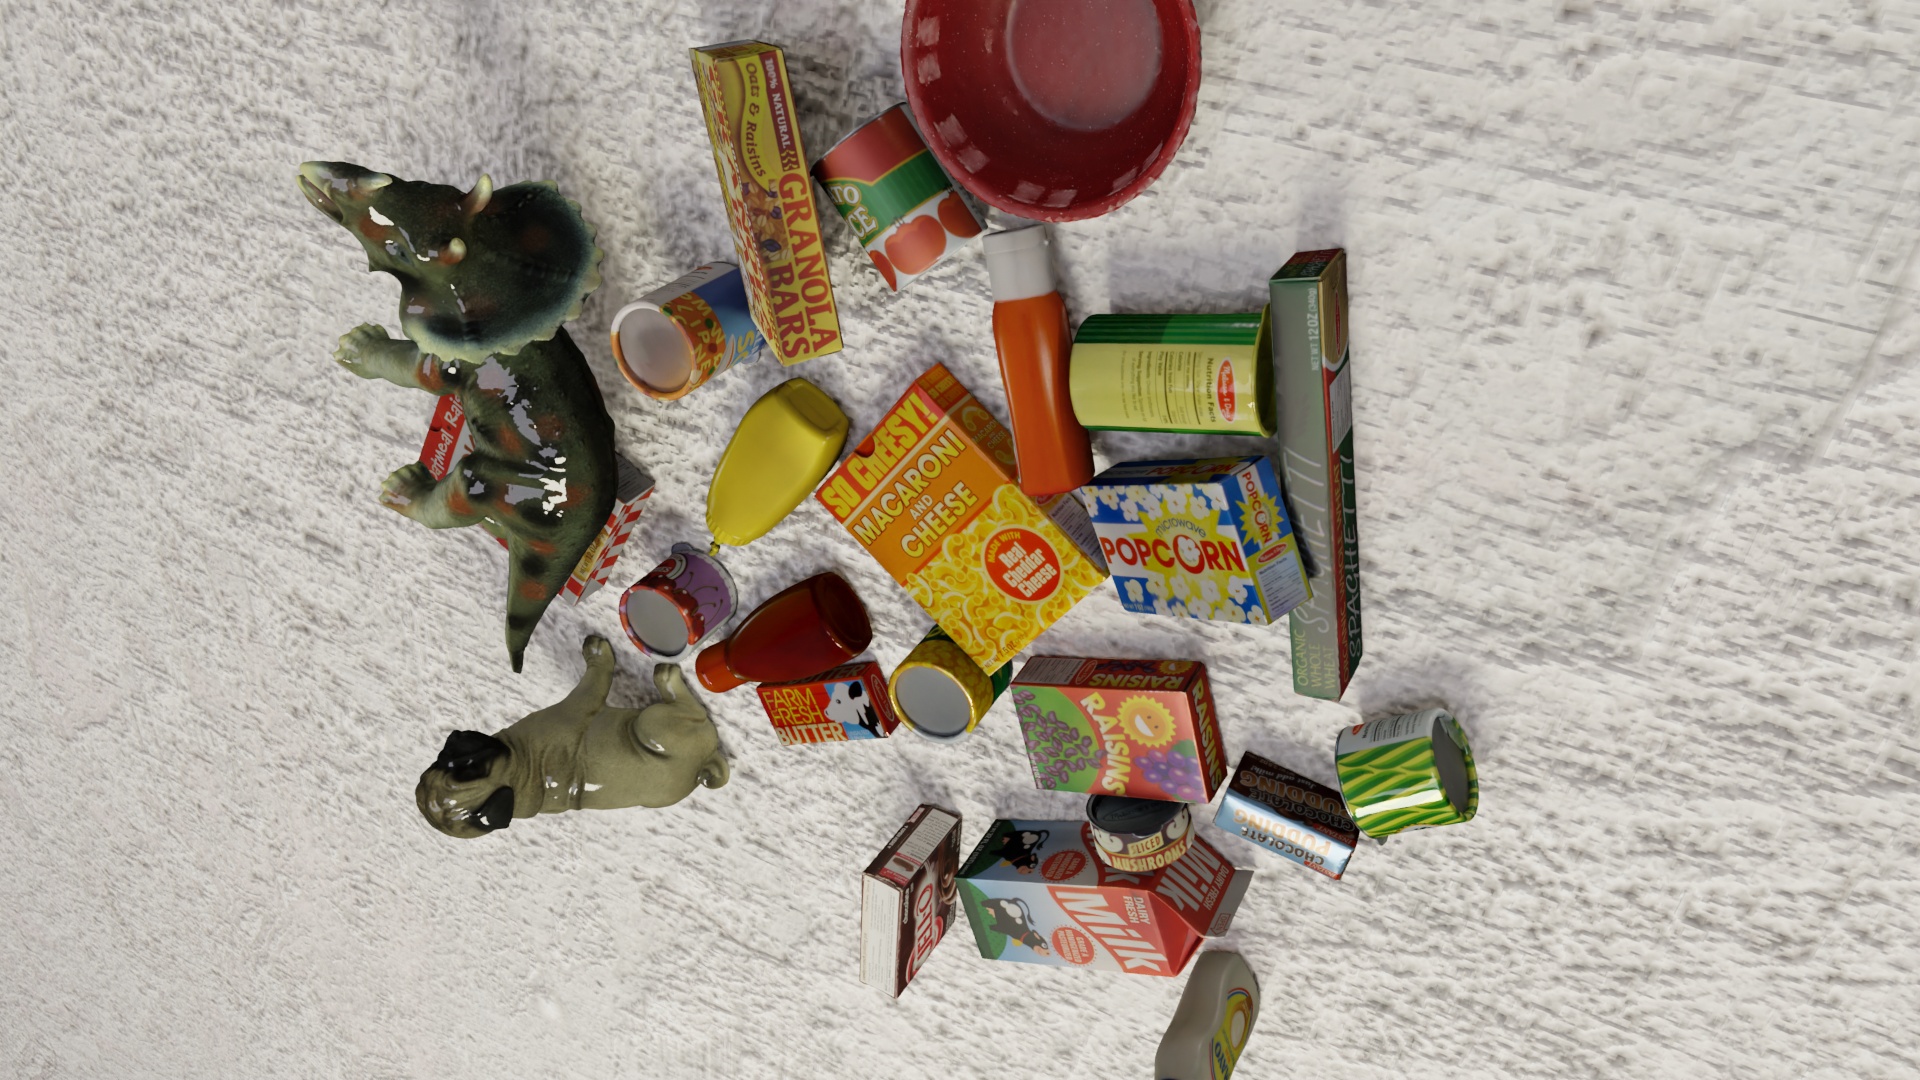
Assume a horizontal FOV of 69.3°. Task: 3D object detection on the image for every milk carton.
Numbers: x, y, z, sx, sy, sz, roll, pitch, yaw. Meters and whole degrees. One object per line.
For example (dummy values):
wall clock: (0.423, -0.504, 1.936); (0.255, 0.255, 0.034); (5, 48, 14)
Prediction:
milk carton: (0.100, 0.241, 0.942); (0.190, 0.073, 0.073); (-5, 113, 31)

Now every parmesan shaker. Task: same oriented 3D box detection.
parmesan shaker: (0.118, -0.093, 0.750); (0.103, 0.072, 0.071); (5, 118, 28)

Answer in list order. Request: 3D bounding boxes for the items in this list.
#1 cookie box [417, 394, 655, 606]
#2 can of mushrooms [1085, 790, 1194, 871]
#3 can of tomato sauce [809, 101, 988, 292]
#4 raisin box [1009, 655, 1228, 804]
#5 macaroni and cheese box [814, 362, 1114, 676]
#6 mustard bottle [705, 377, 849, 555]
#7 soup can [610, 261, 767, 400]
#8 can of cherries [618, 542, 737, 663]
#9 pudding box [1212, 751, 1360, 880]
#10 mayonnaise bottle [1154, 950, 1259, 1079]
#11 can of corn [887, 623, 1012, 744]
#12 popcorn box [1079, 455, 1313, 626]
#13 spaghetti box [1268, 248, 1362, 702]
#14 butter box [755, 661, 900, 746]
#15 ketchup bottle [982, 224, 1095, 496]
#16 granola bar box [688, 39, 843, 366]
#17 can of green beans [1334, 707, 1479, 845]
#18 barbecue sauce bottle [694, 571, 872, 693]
cookie box: (-0.322, -0.048, 1.040); (0.167, 0.040, 0.122); (40, 128, 5)
can of mushrooms: (0.117, 0.183, 0.901); (0.071, 0.071, 0.033); (-1, 117, 30)
can of tomato sauce: (-0.036, -0.191, 0.780); (0.071, 0.071, 0.083); (-29, 100, 37)
raisin box: (0.102, 0.121, 0.896); (0.123, 0.040, 0.085); (-1, 115, 31)
macaroni and cheese box: (0.003, -0.011, 0.877); (0.166, 0.040, 0.123); (45, 128, 0)
mustard bottle: (-0.135, -0.040, 0.933); (0.065, 0.049, 0.159); (44, 129, 1)
soup can: (-0.168, -0.131, 0.879); (0.071, 0.084, 0.071); (13, 122, 22)
can of cherries: (-0.208, 0.046, 1.016); (0.071, 0.059, 0.071); (14, 122, 22)
pudding box: (0.204, 0.170, 0.858); (0.084, 0.050, 0.030); (23, 124, 17)
mayonnaise bottle: (0.157, 0.342, 0.917); (0.041, 0.149, 0.064); (-7, 113, 32)
can of corn: (-0.008, 0.092, 0.929); (0.071, 0.058, 0.070); (13, 122, 22)
popcorn box: (0.129, -0.001, 0.779); (0.126, 0.038, 0.085); (2, 116, 59)
spaghetti box: (0.194, -0.030, 0.752); (0.028, 0.050, 0.249); (5, 119, 29)
butter box: (-0.098, 0.120, 1.017); (0.103, 0.024, 0.053); (-10, 112, 33)
ketchup bottle: (0.044, -0.103, 0.792); (0.043, 0.065, 0.148); (-7, 104, 16)
granola bar box: (-0.111, -0.196, 0.792); (0.039, 0.124, 0.164); (-15, 115, -11)
can of green beans: (0.257, 0.134, 0.798); (0.057, 0.071, 0.071); (-20, 105, 36)
barbecue sauce bottle: (-0.133, 0.074, 0.999); (0.148, 0.044, 0.065); (-25, 99, 37)
